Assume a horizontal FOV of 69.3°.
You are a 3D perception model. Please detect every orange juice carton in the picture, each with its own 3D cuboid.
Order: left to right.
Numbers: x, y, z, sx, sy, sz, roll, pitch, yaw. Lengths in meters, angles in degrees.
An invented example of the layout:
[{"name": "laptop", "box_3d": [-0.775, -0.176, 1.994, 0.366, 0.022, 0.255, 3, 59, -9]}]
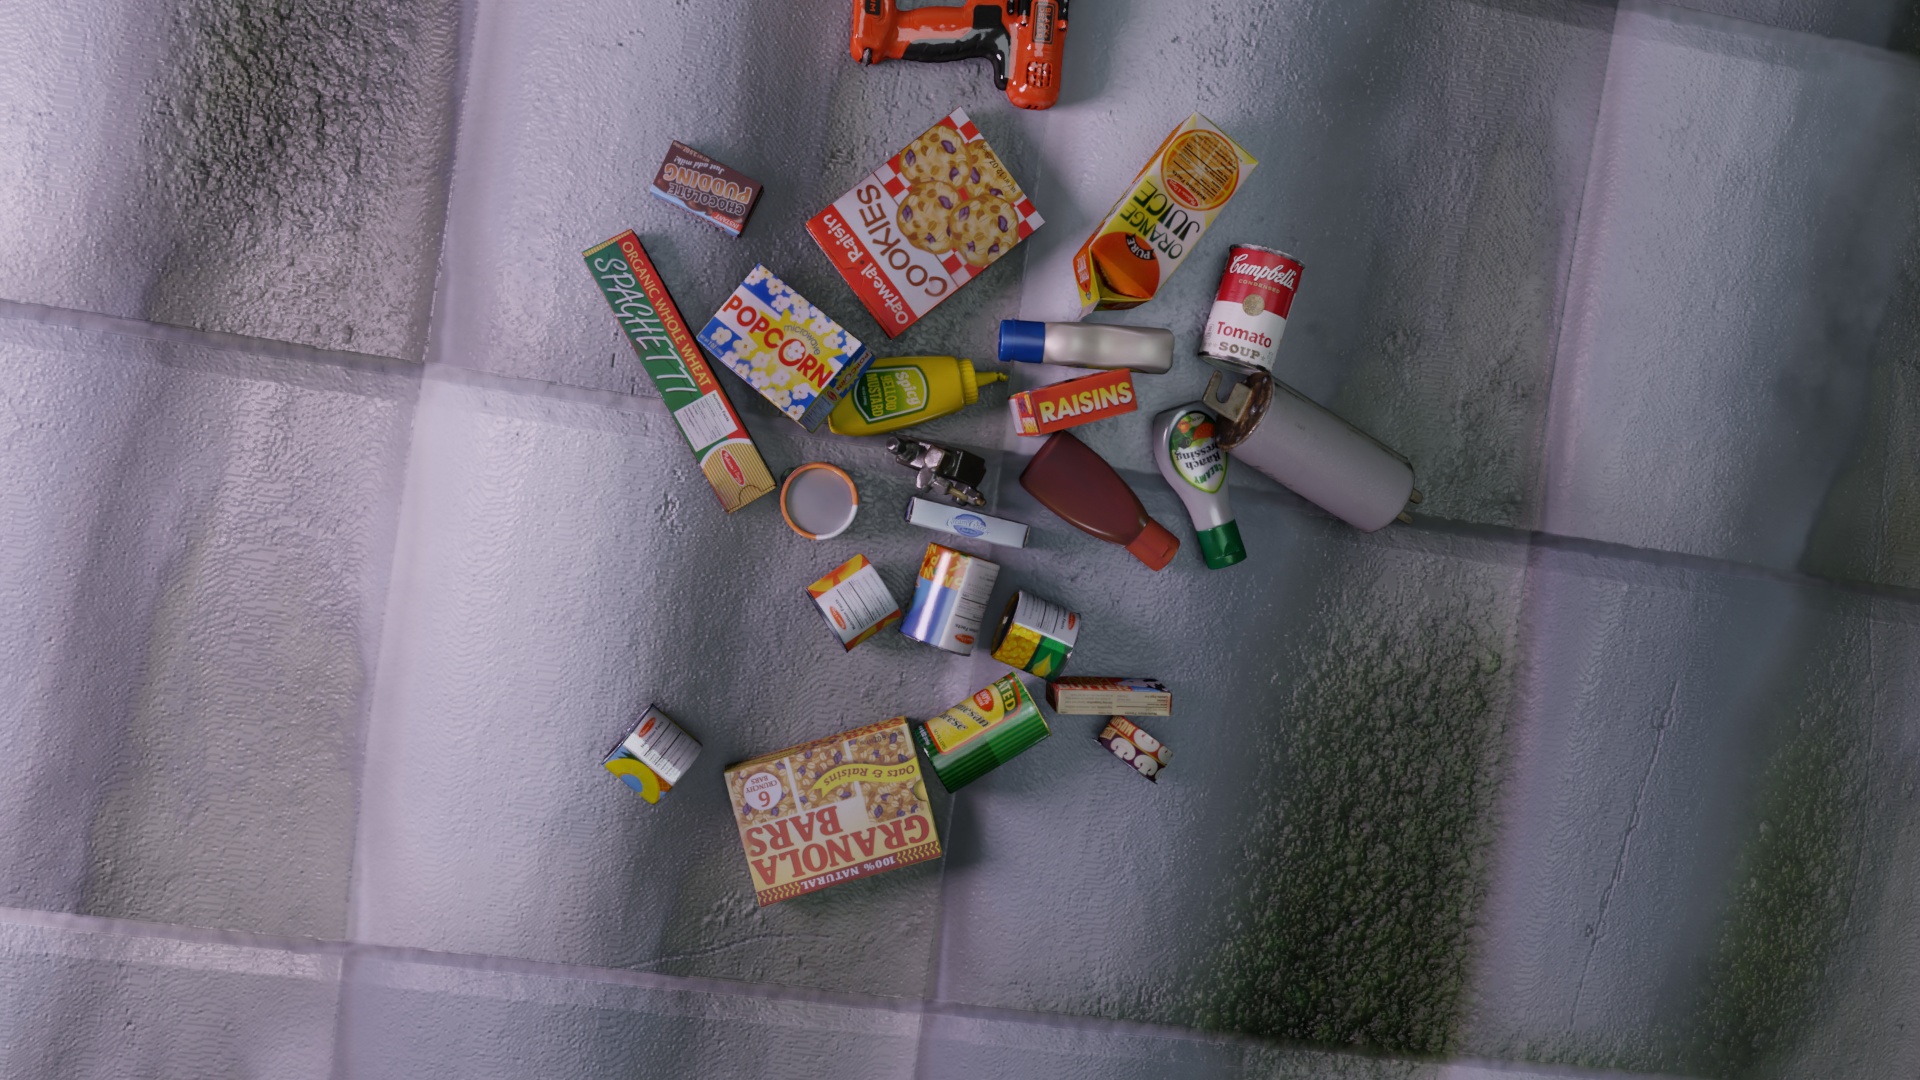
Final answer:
[{"name": "orange juice carton", "box_3d": [0.164, -0.268, 1.201, 0.073, 0.072, 0.192, 38, 88, -7]}]

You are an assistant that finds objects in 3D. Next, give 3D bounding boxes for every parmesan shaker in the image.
[{"name": "parmesan shaker", "box_3d": [0.020, 0.169, 1.209, 0.103, 0.071, 0.071, -30, 97, -4]}]

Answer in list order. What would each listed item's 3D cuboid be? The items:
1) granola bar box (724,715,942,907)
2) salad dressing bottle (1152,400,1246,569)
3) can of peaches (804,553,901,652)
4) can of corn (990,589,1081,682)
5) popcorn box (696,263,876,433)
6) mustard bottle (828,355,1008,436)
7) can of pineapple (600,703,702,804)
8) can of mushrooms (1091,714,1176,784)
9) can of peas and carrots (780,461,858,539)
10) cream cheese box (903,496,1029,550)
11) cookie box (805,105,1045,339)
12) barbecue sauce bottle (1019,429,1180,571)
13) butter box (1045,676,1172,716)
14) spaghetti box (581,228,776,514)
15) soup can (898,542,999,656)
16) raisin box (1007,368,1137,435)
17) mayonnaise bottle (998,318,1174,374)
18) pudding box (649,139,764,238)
[{"name": "granola bar box", "box_3d": [-0.111, 0.236, 1.214, 0.166, 0.039, 0.124, -15, 95, -5]}, {"name": "salad dressing bottle", "box_3d": [0.216, -0.049, 1.234, 0.064, 0.044, 0.147, -20, 96, -12]}, {"name": "can of peaches", "box_3d": [-0.092, 0.053, 1.192, 0.058, 0.071, 0.071, -34, 97, -9]}, {"name": "can of corn", "box_3d": [0.064, 0.085, 1.214, 0.058, 0.071, 0.071, 23, 91, -7]}, {"name": "popcorn box", "box_3d": [-0.147, -0.161, 1.162, 0.127, 0.038, 0.085, 39, 88, 19]}, {"name": "mustard bottle", "box_3d": [-0.037, -0.131, 1.196, 0.160, 0.049, 0.065, -11, 93, -6]}, {"name": "can of pineapple", "box_3d": [-0.262, 0.182, 1.181, 0.058, 0.071, 0.071, 41, 88, -8]}, {"name": "can of mushrooms", "box_3d": [0.154, 0.182, 1.229, 0.071, 0.071, 0.033, 35, 89, -8]}, {"name": "can of peas and carrots", "box_3d": [-0.123, -0.036, 1.187, 0.071, 0.059, 0.071, 0, 93, -7]}, {"name": "cream cheese box", "box_3d": [0.004, -0.015, 1.206, 0.104, 0.053, 0.024, 13, 90, -7]}, {"name": "cookie box", "box_3d": [-0.031, -0.271, 1.193, 0.167, 0.040, 0.123, -38, 97, -3]}, {"name": "barbecue sauce bottle", "box_3d": [0.127, -0.031, 1.225, 0.148, 0.043, 0.065, 38, 89, -8]}, {"name": "butter box", "box_3d": [0.131, 0.138, 1.231, 0.103, 0.053, 0.024, 2, 96, -6]}, {"name": "spaghetti box", "box_3d": [-0.237, -0.143, 1.182, 0.050, 0.029, 0.249, -29, 96, -4]}, {"name": "soup can", "box_3d": [-0.012, 0.050, 1.203, 0.071, 0.071, 0.083, 19, 90, -8]}, {"name": "raisin box", "box_3d": [0.093, -0.117, 1.175, 0.086, 0.123, 0.040, -14, 96, -5]}, {"name": "mayonnaise bottle", "box_3d": [0.108, -0.169, 1.207, 0.148, 0.065, 0.041, 3, 97, -3]}, {"name": "pudding box", "box_3d": [-0.214, -0.296, 1.175, 0.084, 0.030, 0.049, 26, 91, -7]}]
